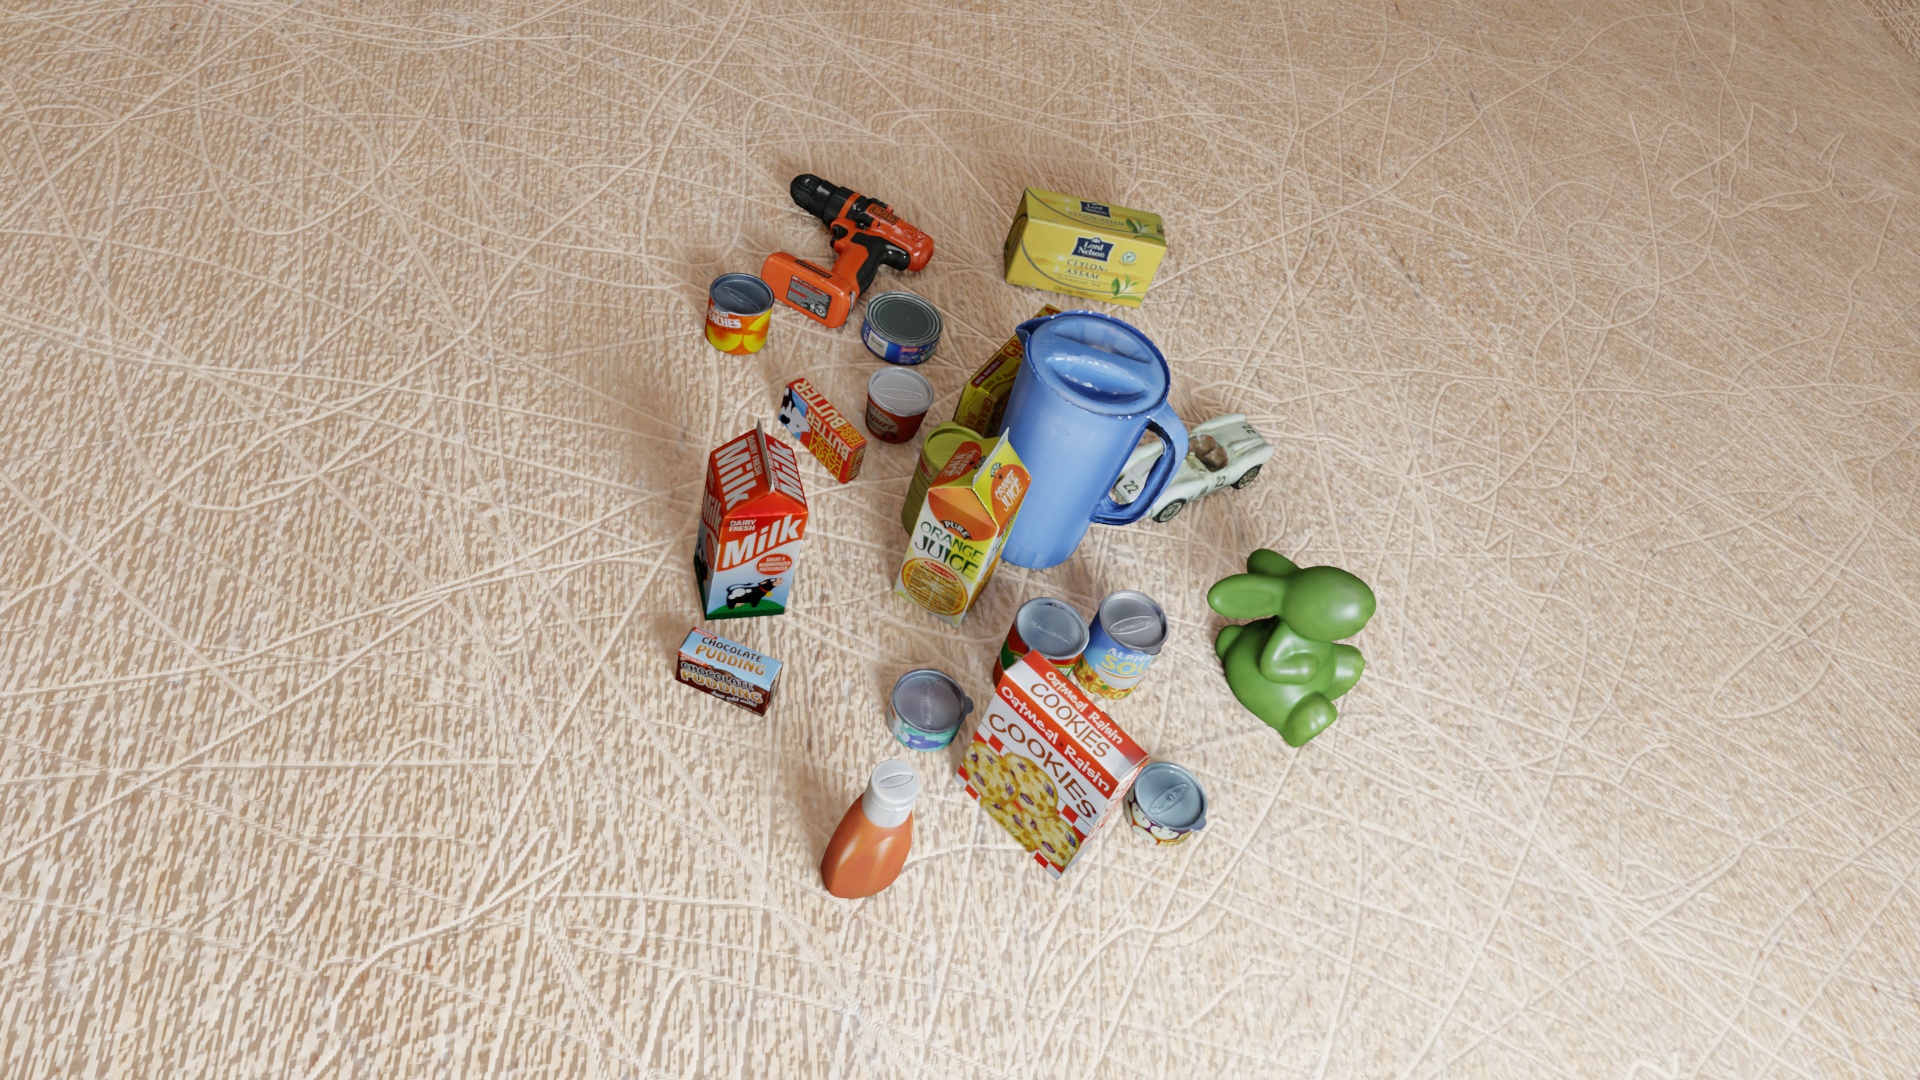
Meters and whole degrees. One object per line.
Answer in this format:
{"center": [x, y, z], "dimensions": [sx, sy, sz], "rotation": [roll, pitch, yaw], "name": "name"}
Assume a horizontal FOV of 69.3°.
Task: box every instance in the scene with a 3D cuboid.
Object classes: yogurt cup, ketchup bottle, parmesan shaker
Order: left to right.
{"center": [-0.063, 0.218, 1.046], "dimensions": [0.065, 0.148, 0.044], "rotation": [-10, 55, -25], "name": "ketchup bottle"}
{"center": [-0.065, -0.136, 1.409], "dimensions": [0.072, 0.053, 0.073], "rotation": [9, 49, -10], "name": "yogurt cup"}
{"center": [-0.015, -0.053, 1.322], "dimensions": [0.071, 0.102, 0.072], "rotation": [9, 49, -10], "name": "parmesan shaker"}

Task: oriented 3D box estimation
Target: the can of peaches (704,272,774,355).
{"center": [-0.231, -0.233, 1.436], "dimensions": [0.071, 0.057, 0.071], "rotation": [9, 49, -10], "name": "can of peaches"}

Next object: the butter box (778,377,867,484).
{"center": [-0.135, -0.108, 1.363], "dimensions": [0.024, 0.052, 0.104], "rotation": [-30, 65, -35], "name": "butter box"}

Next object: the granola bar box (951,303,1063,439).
{"center": [0.047, -0.150, 1.410], "dimensions": [0.039, 0.123, 0.166], "rotation": [33, 49, 11], "name": "granola bar box"}

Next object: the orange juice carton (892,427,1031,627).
{"center": [0.004, -0.015, 1.236], "dimensions": [0.073, 0.191, 0.072], "rotation": [29, 48, 7], "name": "orange juice carton"}

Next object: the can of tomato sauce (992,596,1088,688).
{"center": [0.069, 0.102, 1.230], "dimensions": [0.071, 0.082, 0.071], "rotation": [9, 49, -10], "name": "can of tomato sauce"}

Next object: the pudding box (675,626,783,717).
{"center": [-0.194, 0.109, 1.162], "dimensions": [0.084, 0.049, 0.030], "rotation": [23, 48, 2], "name": "pudding box"}

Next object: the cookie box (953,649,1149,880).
{"center": [0.069, 0.180, 1.107], "dimensions": [0.123, 0.166, 0.040], "rotation": [42, 51, 18], "name": "cookie box"}

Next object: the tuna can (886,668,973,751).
{"center": [-0.027, 0.147, 1.196], "dimensions": [0.071, 0.032, 0.071], "rotation": [9, 49, -10], "name": "tuna can"}

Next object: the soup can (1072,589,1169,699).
{"center": [0.145, 0.098, 1.258], "dimensions": [0.071, 0.083, 0.072], "rotation": [9, 49, -10], "name": "soup can"}

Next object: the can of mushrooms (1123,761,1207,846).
{"center": [0.177, 0.228, 1.191], "dimensions": [0.071, 0.033, 0.071], "rotation": [9, 49, -10], "name": "can of mushrooms"}

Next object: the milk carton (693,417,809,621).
{"center": [-0.178, -0.016, 1.179], "dimensions": [0.073, 0.189, 0.072], "rotation": [-4, 52, -21], "name": "milk carton"}
